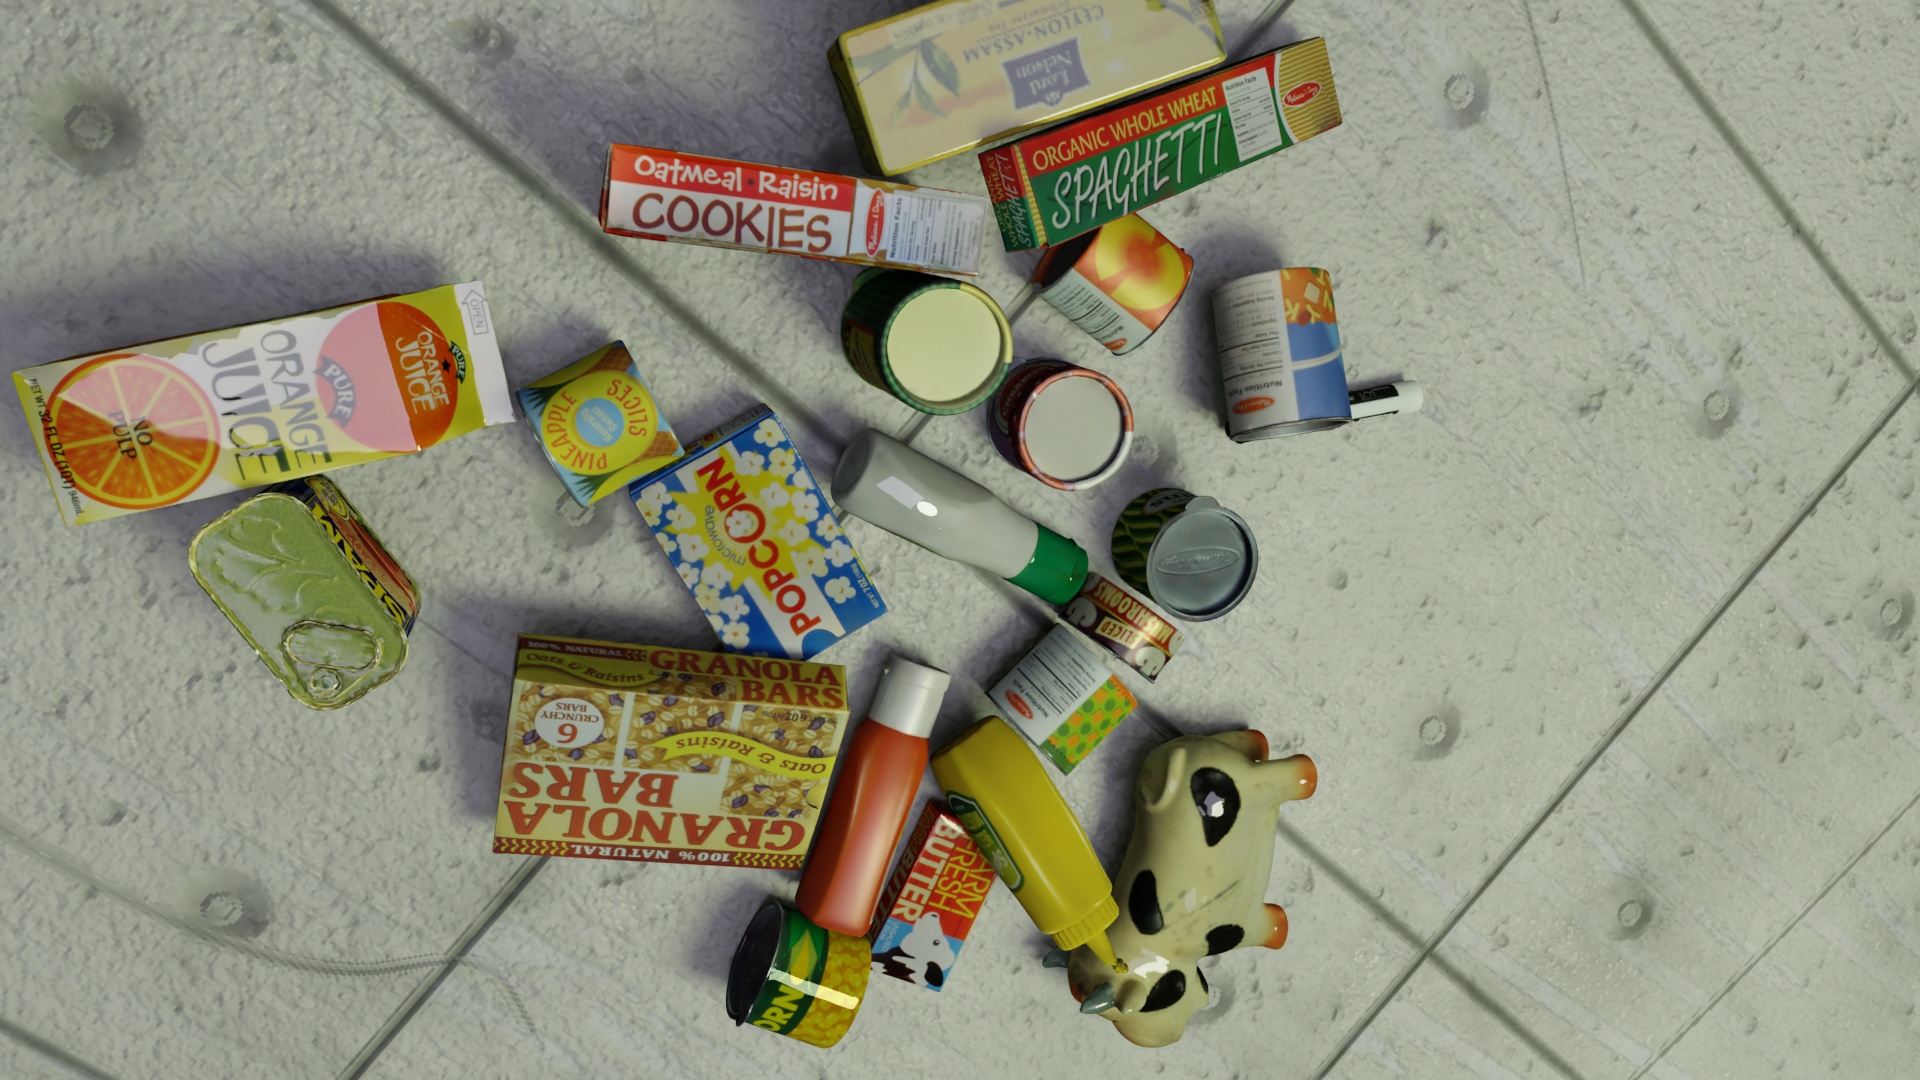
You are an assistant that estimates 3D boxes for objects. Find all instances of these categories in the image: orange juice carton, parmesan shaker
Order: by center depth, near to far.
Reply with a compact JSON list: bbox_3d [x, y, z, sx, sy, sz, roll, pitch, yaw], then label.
[{"bbox_3d":[-0.311,-0.068,0.645,0.193,0.073,0.071,-14,105,-12],"label":"orange juice carton"},{"bbox_3d":[-0.021,-0.103,0.698,0.071,0.103,0.071,-3,103,-14],"label":"parmesan shaker"}]

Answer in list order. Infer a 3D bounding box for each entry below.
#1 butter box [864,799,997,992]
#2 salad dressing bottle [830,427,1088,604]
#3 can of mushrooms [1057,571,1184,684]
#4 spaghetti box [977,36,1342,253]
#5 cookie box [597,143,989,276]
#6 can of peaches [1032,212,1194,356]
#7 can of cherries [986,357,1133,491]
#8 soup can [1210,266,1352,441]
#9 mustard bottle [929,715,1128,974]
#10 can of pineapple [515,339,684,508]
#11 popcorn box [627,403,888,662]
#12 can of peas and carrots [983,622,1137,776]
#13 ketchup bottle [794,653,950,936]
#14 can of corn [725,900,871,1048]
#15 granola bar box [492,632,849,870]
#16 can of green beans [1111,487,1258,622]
[{"bbox_3d":[-0.014,0.207,0.809,0.053,0.024,0.103,23,96,-19],"label":"butter box"},{"bbox_3d":[0.003,-0.009,0.749,0.147,0.064,0.044,27,105,-26],"label":"salad dressing bottle"},{"bbox_3d":[0.090,0.048,0.778,0.071,0.071,0.033,36,90,-19],"label":"can of mushrooms"},{"bbox_3d":[0.108,-0.201,0.691,0.251,0.028,0.050,-30,110,-36],"label":"spaghetti box"},{"bbox_3d":[-0.085,-0.155,0.659,0.168,0.123,0.040,4,102,-16],"label":"cookie box"},{"bbox_3d":[0.081,-0.143,0.737,0.058,0.071,0.071,34,92,-18],"label":"can of peaches"},{"bbox_3d":[0.051,-0.065,0.749,0.071,0.058,0.071,-3,103,-14],"label":"can of cherries"},{"bbox_3d":[0.177,-0.101,0.761,0.071,0.071,0.084,-7,87,-13],"label":"soup can"},{"bbox_3d":[0.044,0.174,0.766,0.049,0.065,0.160,-32,85,-22],"label":"mustard bottle"},{"bbox_3d":[-0.177,-0.058,0.684,0.058,0.071,0.071,-29,108,-8],"label":"can of pineapple"},{"bbox_3d":[-0.107,0.003,0.733,0.085,0.038,0.126,-31,108,-7],"label":"popcorn box"},{"bbox_3d":[0.057,0.089,0.782,0.059,0.071,0.071,-44,109,-2],"label":"can of peas and carrots"},{"bbox_3d":[-0.047,0.138,0.768,0.043,0.065,0.149,20,88,-13],"label":"ketchup bottle"},{"bbox_3d":[-0.090,0.244,0.773,0.058,0.071,0.071,26,95,-19],"label":"can of corn"},{"bbox_3d":[-0.151,0.114,0.721,0.166,0.039,0.123,7,125,-16],"label":"granola bar box"},{"bbox_3d":[0.126,0.007,0.784,0.071,0.058,0.071,-3,103,-14],"label":"can of green beans"}]
